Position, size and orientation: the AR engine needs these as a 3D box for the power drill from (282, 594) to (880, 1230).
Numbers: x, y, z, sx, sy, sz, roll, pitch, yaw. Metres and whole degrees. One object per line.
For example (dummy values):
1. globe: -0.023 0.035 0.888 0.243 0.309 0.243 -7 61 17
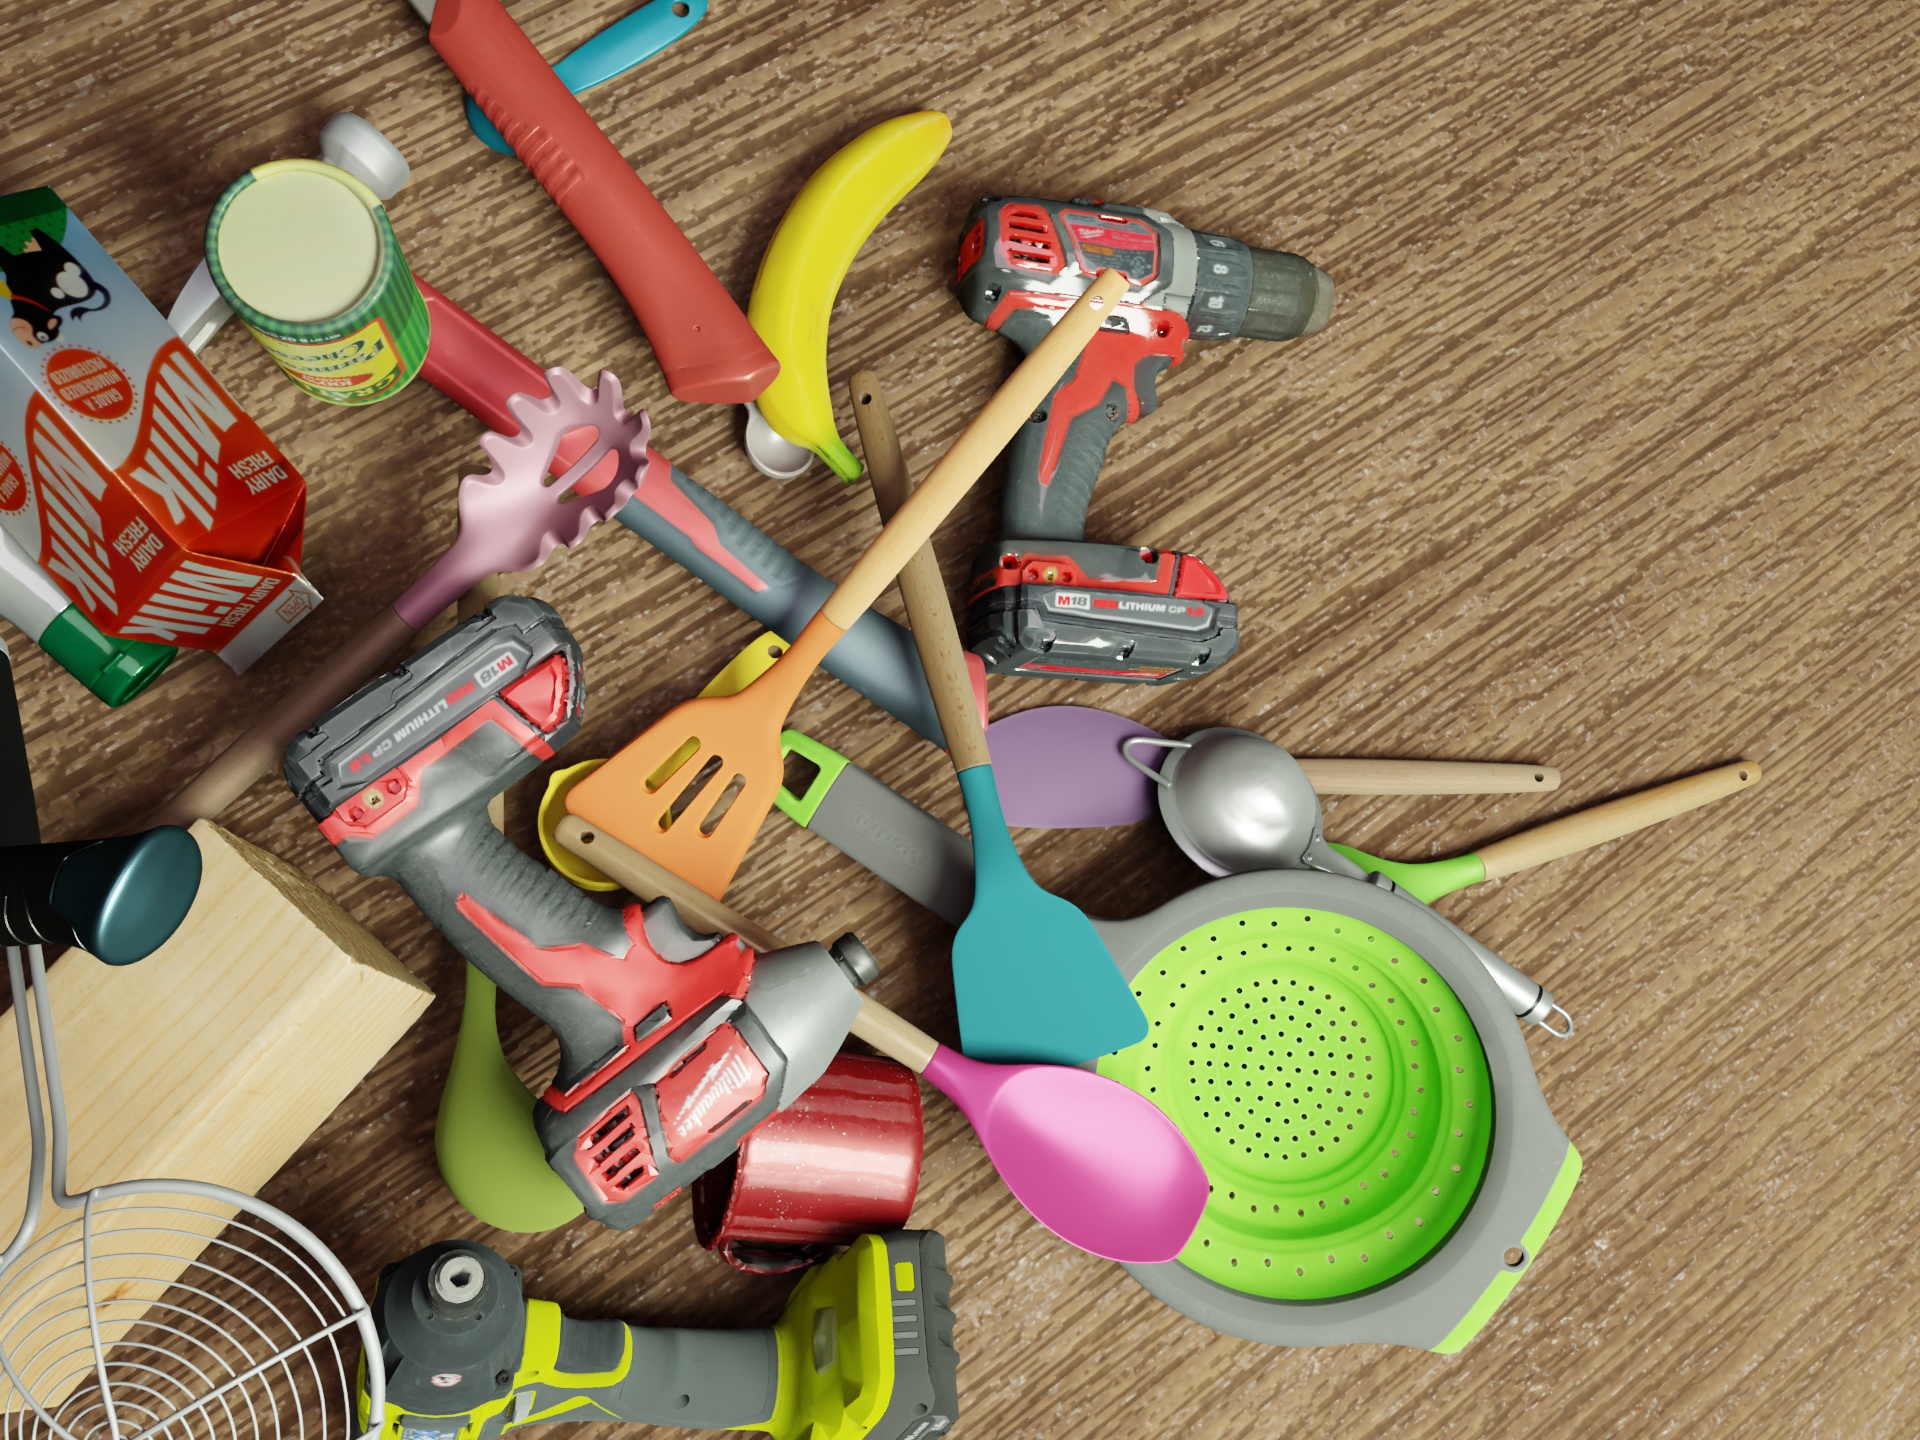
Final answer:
1. power drill: -0.139 0.068 0.611 0.143 0.078 0.219 -36 92 -11

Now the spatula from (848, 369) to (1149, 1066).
1. spatula: -0.001 -0.002 0.695 0.082 0.044 0.317 -17 81 9

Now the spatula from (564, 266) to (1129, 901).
1. spatula: -0.039 -0.059 0.669 0.081 0.041 0.322 40 102 -3

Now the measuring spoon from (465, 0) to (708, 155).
1. measuring spoon: -0.169 -0.305 0.729 0.128 0.021 0.042 -37 96 -12

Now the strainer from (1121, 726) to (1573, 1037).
1. strainer: 0.193 0.075 0.759 0.258 0.050 0.087 35 56 -5

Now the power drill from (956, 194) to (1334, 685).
1. power drill: 0.090 -0.134 0.760 0.188 0.080 0.227 3 82 -15

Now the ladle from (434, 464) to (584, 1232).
1. ladle: -0.190 0.053 0.668 0.062 0.078 0.320 1 86 -47

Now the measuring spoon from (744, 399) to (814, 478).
1. measuring spoon: -0.108 -0.166 0.742 0.034 0.018 0.124 -27 86 -33

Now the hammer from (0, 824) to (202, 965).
1. hammer: -0.399 0.067 0.545 0.331 0.033 0.128 -5 64 19

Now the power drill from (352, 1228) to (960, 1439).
1. power drill: -0.120 0.252 0.632 0.223 0.171 0.080 7 51 -18

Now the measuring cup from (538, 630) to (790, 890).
1. measuring cup: -0.127 0.014 0.721 0.062 0.029 0.156 42 65 -1

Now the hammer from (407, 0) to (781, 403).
1. hammer: -0.194 -0.290 0.691 0.149 0.036 0.359 -39 90 -7

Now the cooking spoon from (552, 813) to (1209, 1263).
1. cooking spoon: -0.035 0.129 0.673 0.319 0.017 0.069 33 71 -1

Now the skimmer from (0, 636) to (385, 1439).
1. skimmer: -0.299 0.110 0.556 0.127 0.090 0.364 -36 56 4

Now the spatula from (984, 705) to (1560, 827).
1. spatula: 0.157 0.025 0.793 0.316 0.018 0.060 2 81 -14

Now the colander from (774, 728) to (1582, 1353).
1. colander: 0.081 0.123 0.737 0.397 0.094 0.204 33 93 8

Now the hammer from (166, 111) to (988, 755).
1. hammer: -0.155 -0.093 0.705 0.386 0.038 0.143 36 79 -8

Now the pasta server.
1. pasta server: -0.246 -0.024 0.639 0.316 0.040 0.060 -41 91 4

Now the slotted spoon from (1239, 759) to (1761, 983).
1. slotted spoon: 0.287 0.066 0.820 0.313 0.031 0.070 -15 86 -17
